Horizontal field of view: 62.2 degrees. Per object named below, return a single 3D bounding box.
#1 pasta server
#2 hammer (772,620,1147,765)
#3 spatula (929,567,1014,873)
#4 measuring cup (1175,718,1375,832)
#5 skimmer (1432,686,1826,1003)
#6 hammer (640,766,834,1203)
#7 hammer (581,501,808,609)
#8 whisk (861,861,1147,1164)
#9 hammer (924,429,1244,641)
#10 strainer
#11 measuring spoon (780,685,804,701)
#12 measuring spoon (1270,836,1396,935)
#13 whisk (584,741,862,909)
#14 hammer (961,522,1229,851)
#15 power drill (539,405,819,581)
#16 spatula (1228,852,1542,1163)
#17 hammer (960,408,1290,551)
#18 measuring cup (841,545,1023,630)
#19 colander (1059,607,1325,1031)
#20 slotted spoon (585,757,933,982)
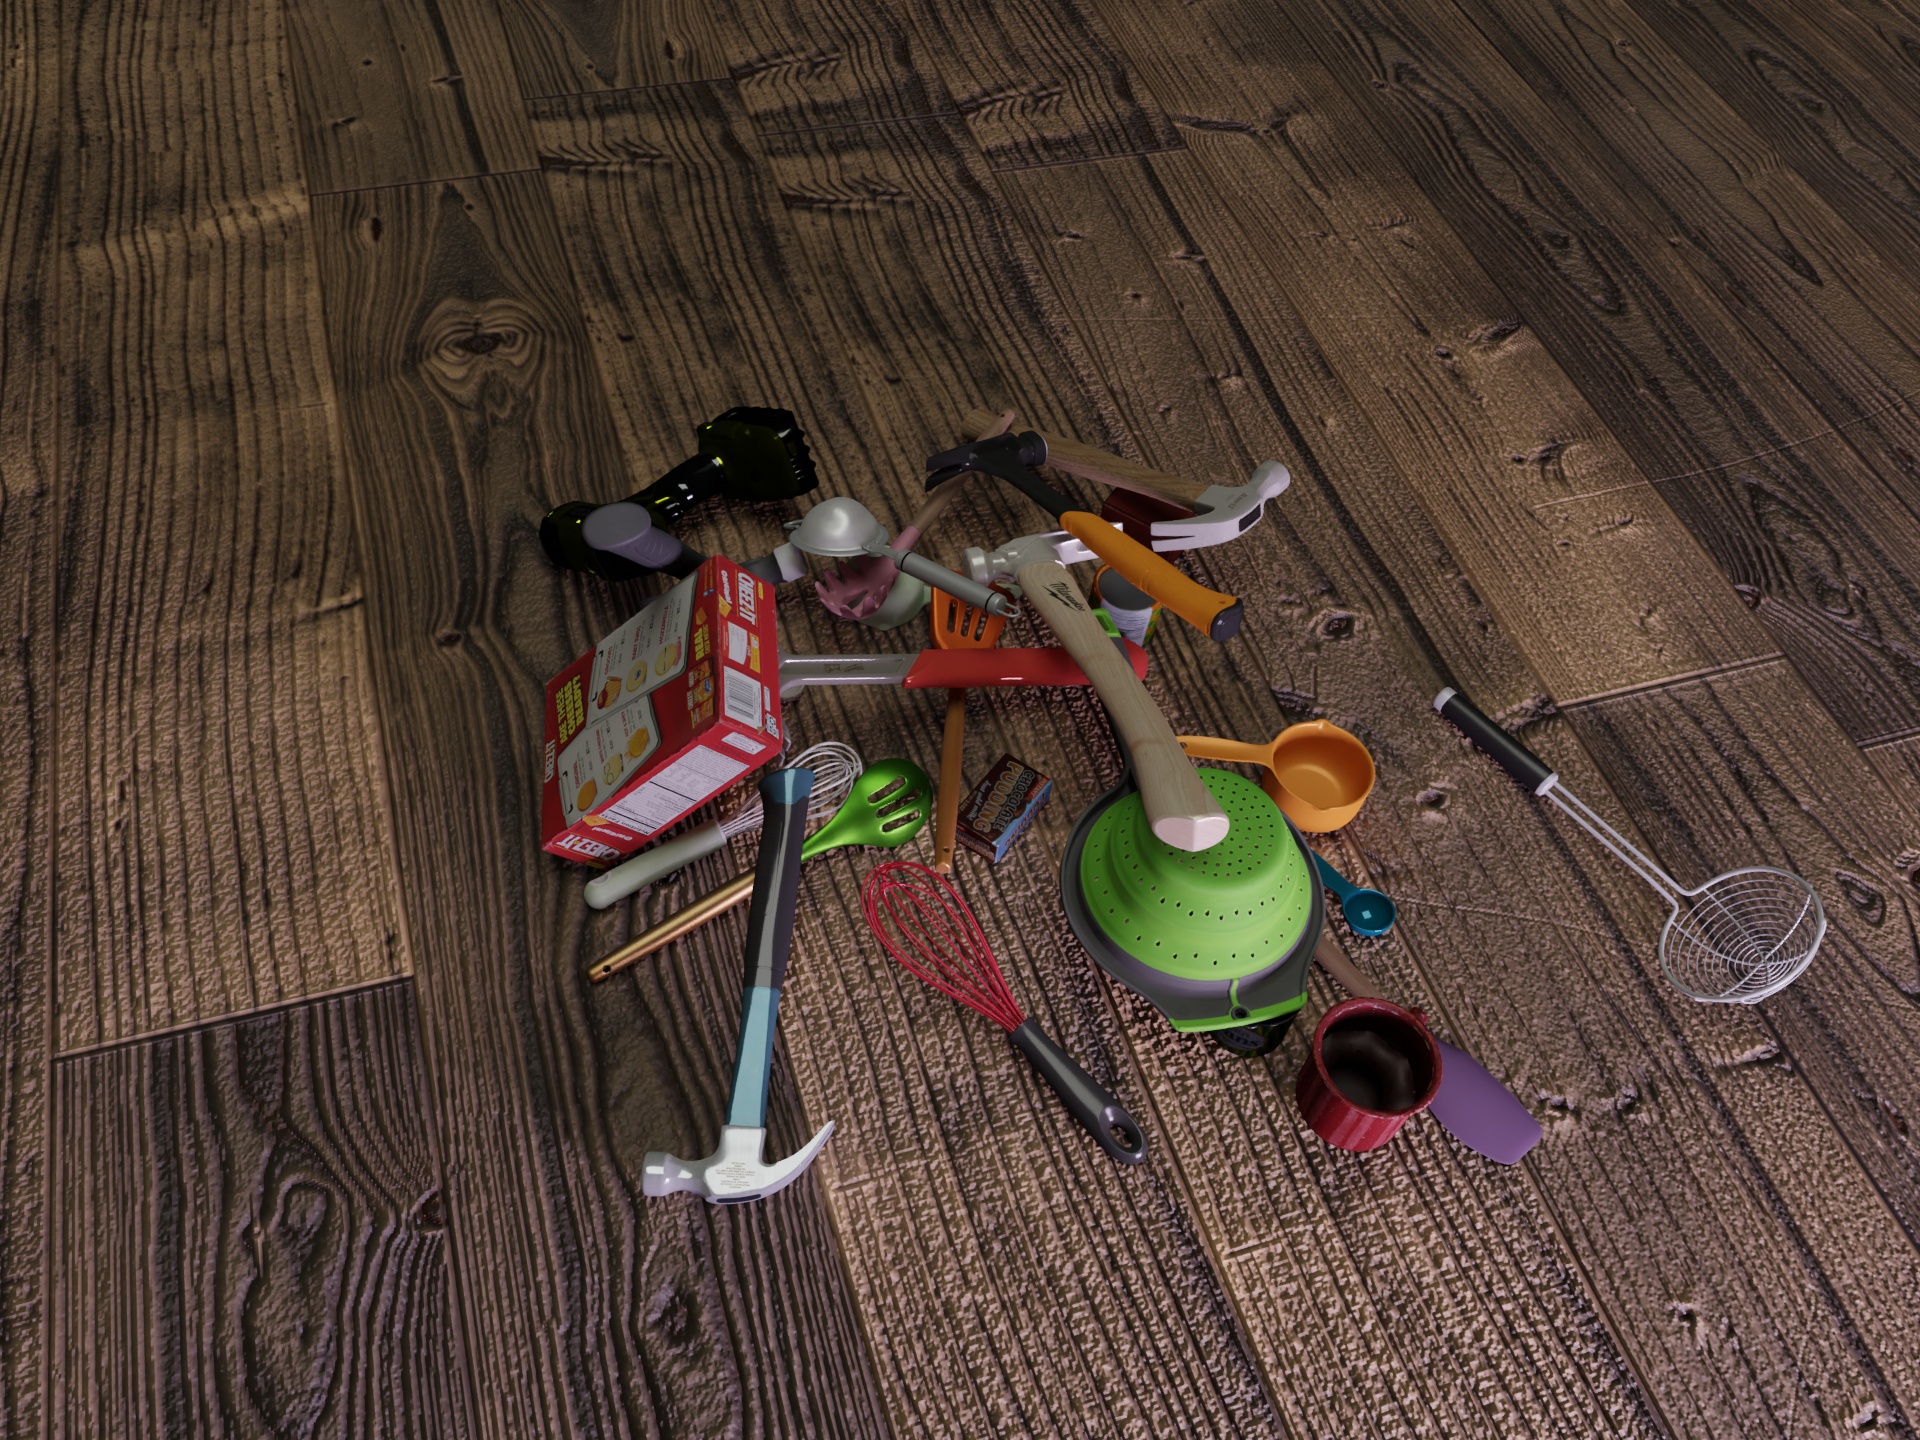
[{"bbox_3d":[-0.030,-0.193,1.440,0.060,0.040,0.316,18,53,25],"label":"pasta server"},{"bbox_3d":[-0.002,-0.036,1.320,0.359,0.036,0.149,-1,53,-25],"label":"hammer"},{"bbox_3d":[-0.002,-0.004,1.332,0.081,0.041,0.323,18,43,-13],"label":"spatula"},{"bbox_3d":[0.255,0.044,1.334,0.173,0.052,0.095,9,53,3],"label":"measuring cup"},{"bbox_3d":[0.529,0.084,1.306,0.127,0.090,0.364,-45,62,3],"label":"skimmer"},{"bbox_3d":[-0.146,0.186,1.171,0.128,0.033,0.331,6,62,-3],"label":"hammer"},{"bbox_3d":[-0.226,-0.123,1.258,0.146,0.334,0.035,-22,85,6],"label":"hammer"},{"bbox_3d":[0.032,0.214,1.184,0.073,0.073,0.296,-35,70,-27],"label":"whisk"},{"bbox_3d":[0.109,-0.158,1.348,0.127,0.034,0.337,-20,43,-30],"label":"hammer"},{"bbox_3d":[-0.052,-0.140,1.345,0.259,0.050,0.087,28,39,28],"label":"strainer"},{"bbox_3d":[-0.194,-0.033,1.373,0.124,0.018,0.034,7,53,8],"label":"measuring spoon"},{"bbox_3d":[0.299,0.133,1.297,0.042,0.021,0.129,-31,53,-24],"label":"measuring spoon"},{"bbox_3d":[-0.185,0.086,1.266,0.246,0.059,0.058,-27,23,-19],"label":"whisk"},{"bbox_3d":[0.125,-0.040,1.254,0.146,0.038,0.411,-13,38,-10],"label":"hammer"},{"bbox_3d":[-0.243,-0.196,1.414,0.223,0.080,0.171,-37,32,-29],"label":"power drill"},{"bbox_3d":[0.315,0.215,1.232,0.060,0.018,0.316,-33,64,-22],"label":"spatula"},{"bbox_3d":[0.131,-0.235,1.481,0.331,0.031,0.130,25,54,35],"label":"hammer"},{"bbox_3d":[-0.025,-0.125,1.438,0.167,0.038,0.083,-1,54,-4],"label":"measuring cup"},{"bbox_3d":[0.160,0.040,1.229,0.204,0.094,0.398,-9,54,-11],"label":"colander"},{"bbox_3d":[-0.150,0.121,1.244,0.314,0.031,0.070,-30,102,-20],"label":"slotted spoon"}]
